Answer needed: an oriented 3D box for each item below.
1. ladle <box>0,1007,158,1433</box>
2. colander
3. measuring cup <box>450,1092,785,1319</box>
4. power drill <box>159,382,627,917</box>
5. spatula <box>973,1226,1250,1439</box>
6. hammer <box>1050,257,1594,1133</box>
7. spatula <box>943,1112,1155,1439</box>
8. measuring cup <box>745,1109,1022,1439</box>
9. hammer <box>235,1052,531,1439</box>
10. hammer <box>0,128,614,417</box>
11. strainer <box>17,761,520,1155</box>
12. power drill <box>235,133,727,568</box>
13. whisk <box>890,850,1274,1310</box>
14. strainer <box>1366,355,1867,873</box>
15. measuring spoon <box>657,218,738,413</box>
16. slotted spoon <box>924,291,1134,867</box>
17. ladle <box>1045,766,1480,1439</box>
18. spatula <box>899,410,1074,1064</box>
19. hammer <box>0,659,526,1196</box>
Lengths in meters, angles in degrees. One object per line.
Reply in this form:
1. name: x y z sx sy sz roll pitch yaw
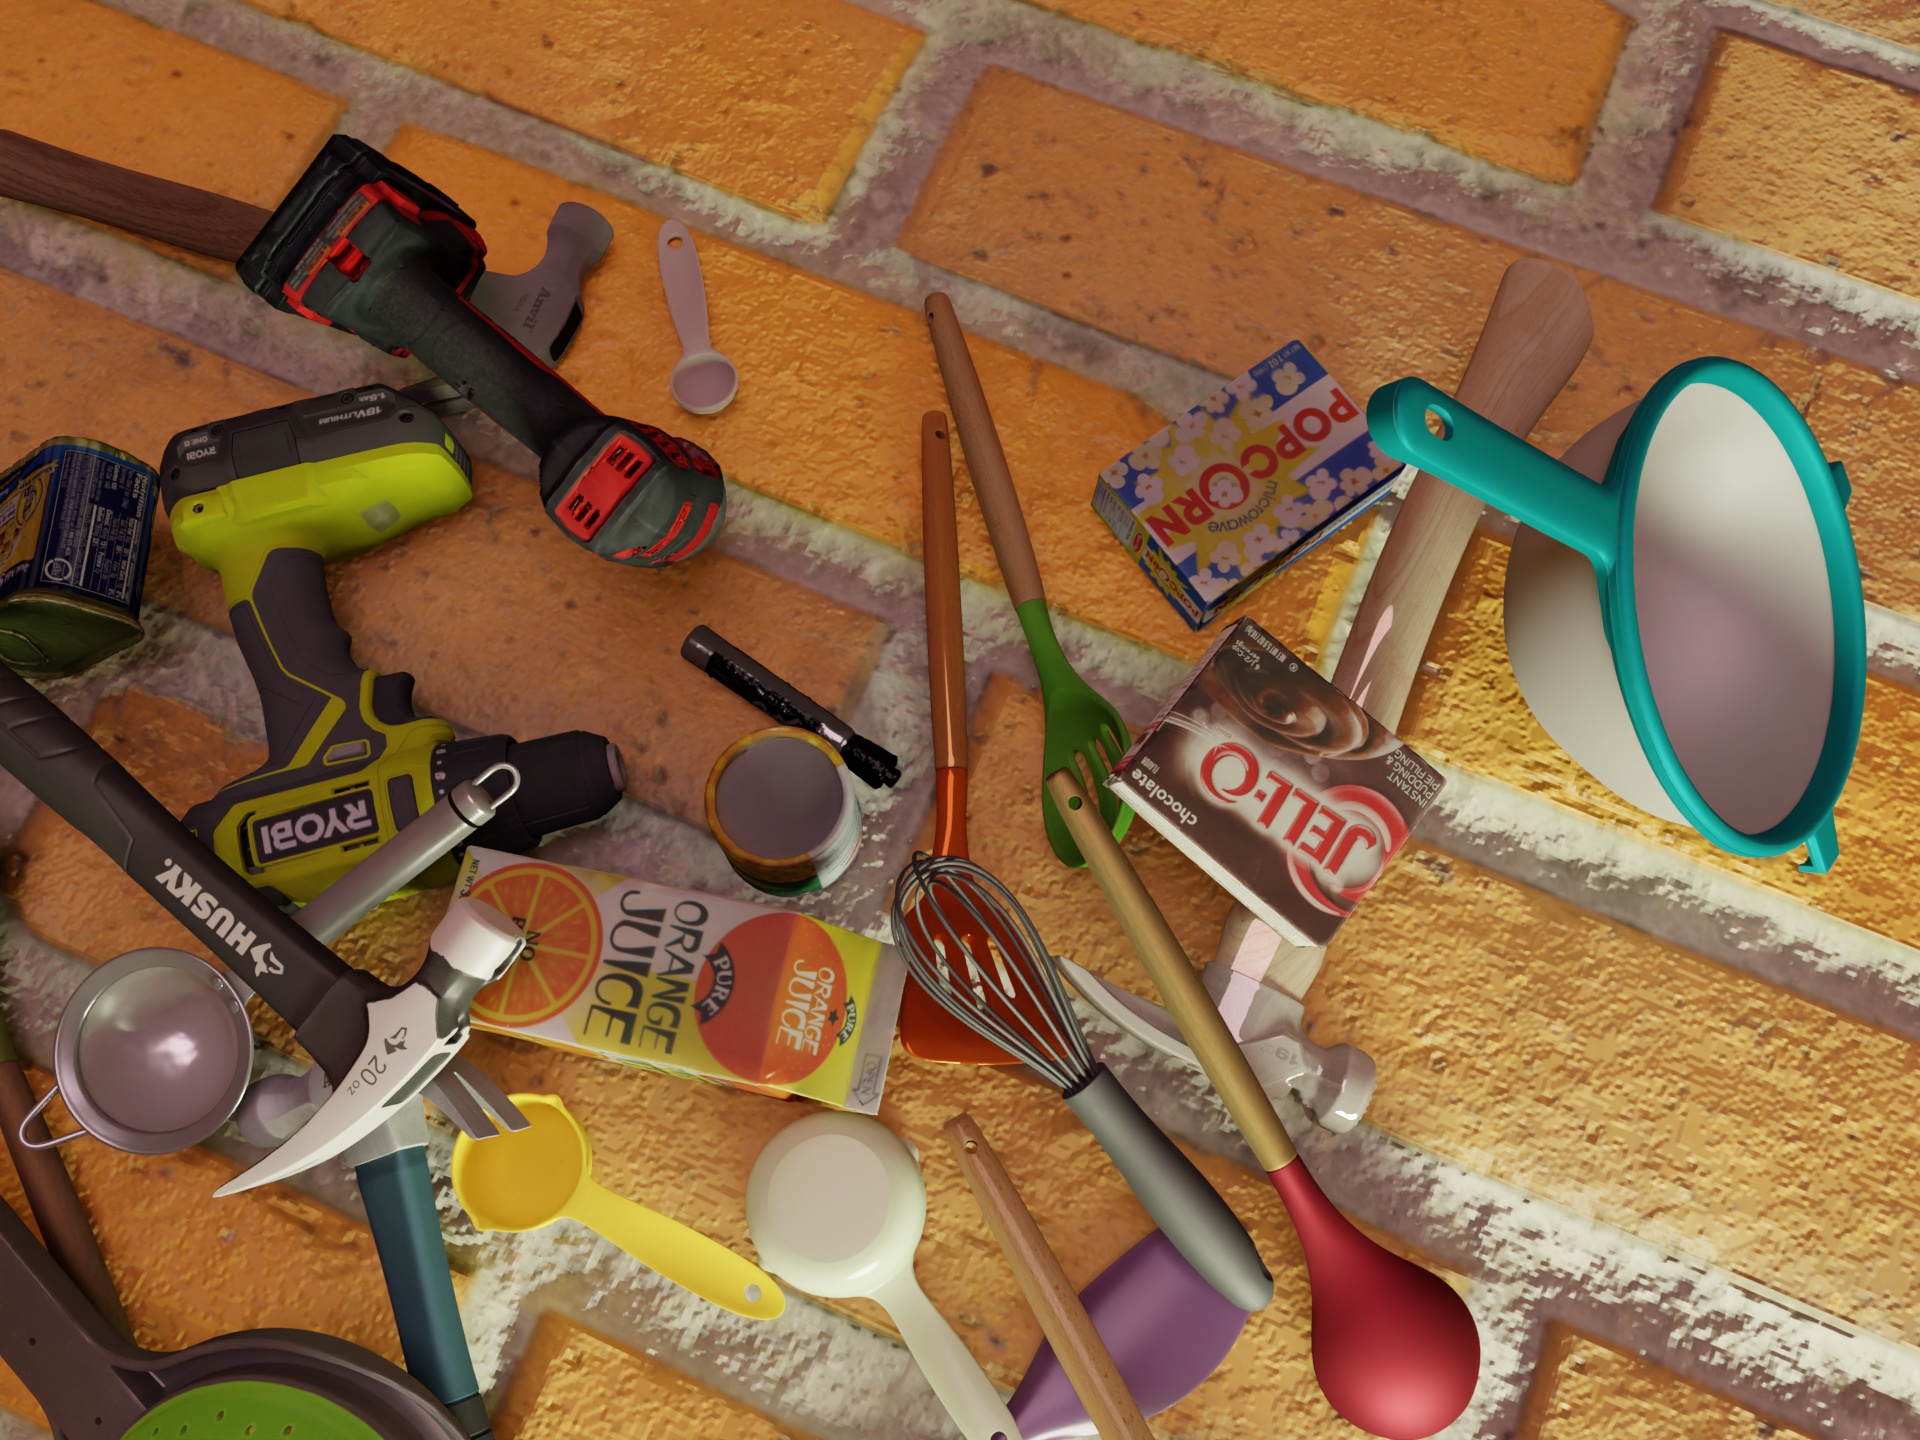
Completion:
1. ladle: -0.407 0.171 0.677 0.078 0.062 0.320 -29 77 -6
2. colander: -0.329 0.283 0.589 0.397 0.094 0.204 42 97 12
3. measuring cup: -0.143 0.212 0.677 0.156 0.029 0.062 27 75 6
4. power drill: -0.265 -0.030 0.729 0.190 0.080 0.229 -15 76 -3
5. spatula: -0.006 0.316 0.647 0.316 0.018 0.060 -35 77 -11
6. hammer: 0.183 -0.035 0.719 0.146 0.038 0.411 26 78 -2
7. spatula: 0.073 0.303 0.636 0.082 0.044 0.318 -27 74 -9
8. measuring cup: -0.027 0.235 0.654 0.083 0.038 0.168 -35 69 -11
9. hammer: -0.202 0.287 0.636 0.128 0.033 0.331 -24 77 21
10. hammer: -0.355 -0.244 0.821 0.331 0.031 0.130 17 73 6
11. strainer: -0.285 0.099 0.672 0.258 0.050 0.087 -37 85 6
12. power drill: -0.199 -0.153 0.720 0.219 0.143 0.078 41 97 2
13. whisk: 0.052 0.149 0.653 0.055 0.055 0.239 -40 93 -11
14. strainer: 0.255 -0.061 0.663 0.340 0.095 0.211 18 75 -34
15. measuring spoon: -0.138 -0.207 0.819 0.034 0.018 0.124 -14 66 -2
16. slotted spoon: 0.028 -0.078 0.759 0.031 0.070 0.314 -1 64 -33
17. ladle: 0.119 0.157 0.650 0.069 0.031 0.315 -30 88 -2
18. spatula: -0.001 -0.002 0.735 0.081 0.041 0.323 5 70 -22
19. hammer: -0.344 0.047 0.651 0.335 0.035 0.146 37 88 11
